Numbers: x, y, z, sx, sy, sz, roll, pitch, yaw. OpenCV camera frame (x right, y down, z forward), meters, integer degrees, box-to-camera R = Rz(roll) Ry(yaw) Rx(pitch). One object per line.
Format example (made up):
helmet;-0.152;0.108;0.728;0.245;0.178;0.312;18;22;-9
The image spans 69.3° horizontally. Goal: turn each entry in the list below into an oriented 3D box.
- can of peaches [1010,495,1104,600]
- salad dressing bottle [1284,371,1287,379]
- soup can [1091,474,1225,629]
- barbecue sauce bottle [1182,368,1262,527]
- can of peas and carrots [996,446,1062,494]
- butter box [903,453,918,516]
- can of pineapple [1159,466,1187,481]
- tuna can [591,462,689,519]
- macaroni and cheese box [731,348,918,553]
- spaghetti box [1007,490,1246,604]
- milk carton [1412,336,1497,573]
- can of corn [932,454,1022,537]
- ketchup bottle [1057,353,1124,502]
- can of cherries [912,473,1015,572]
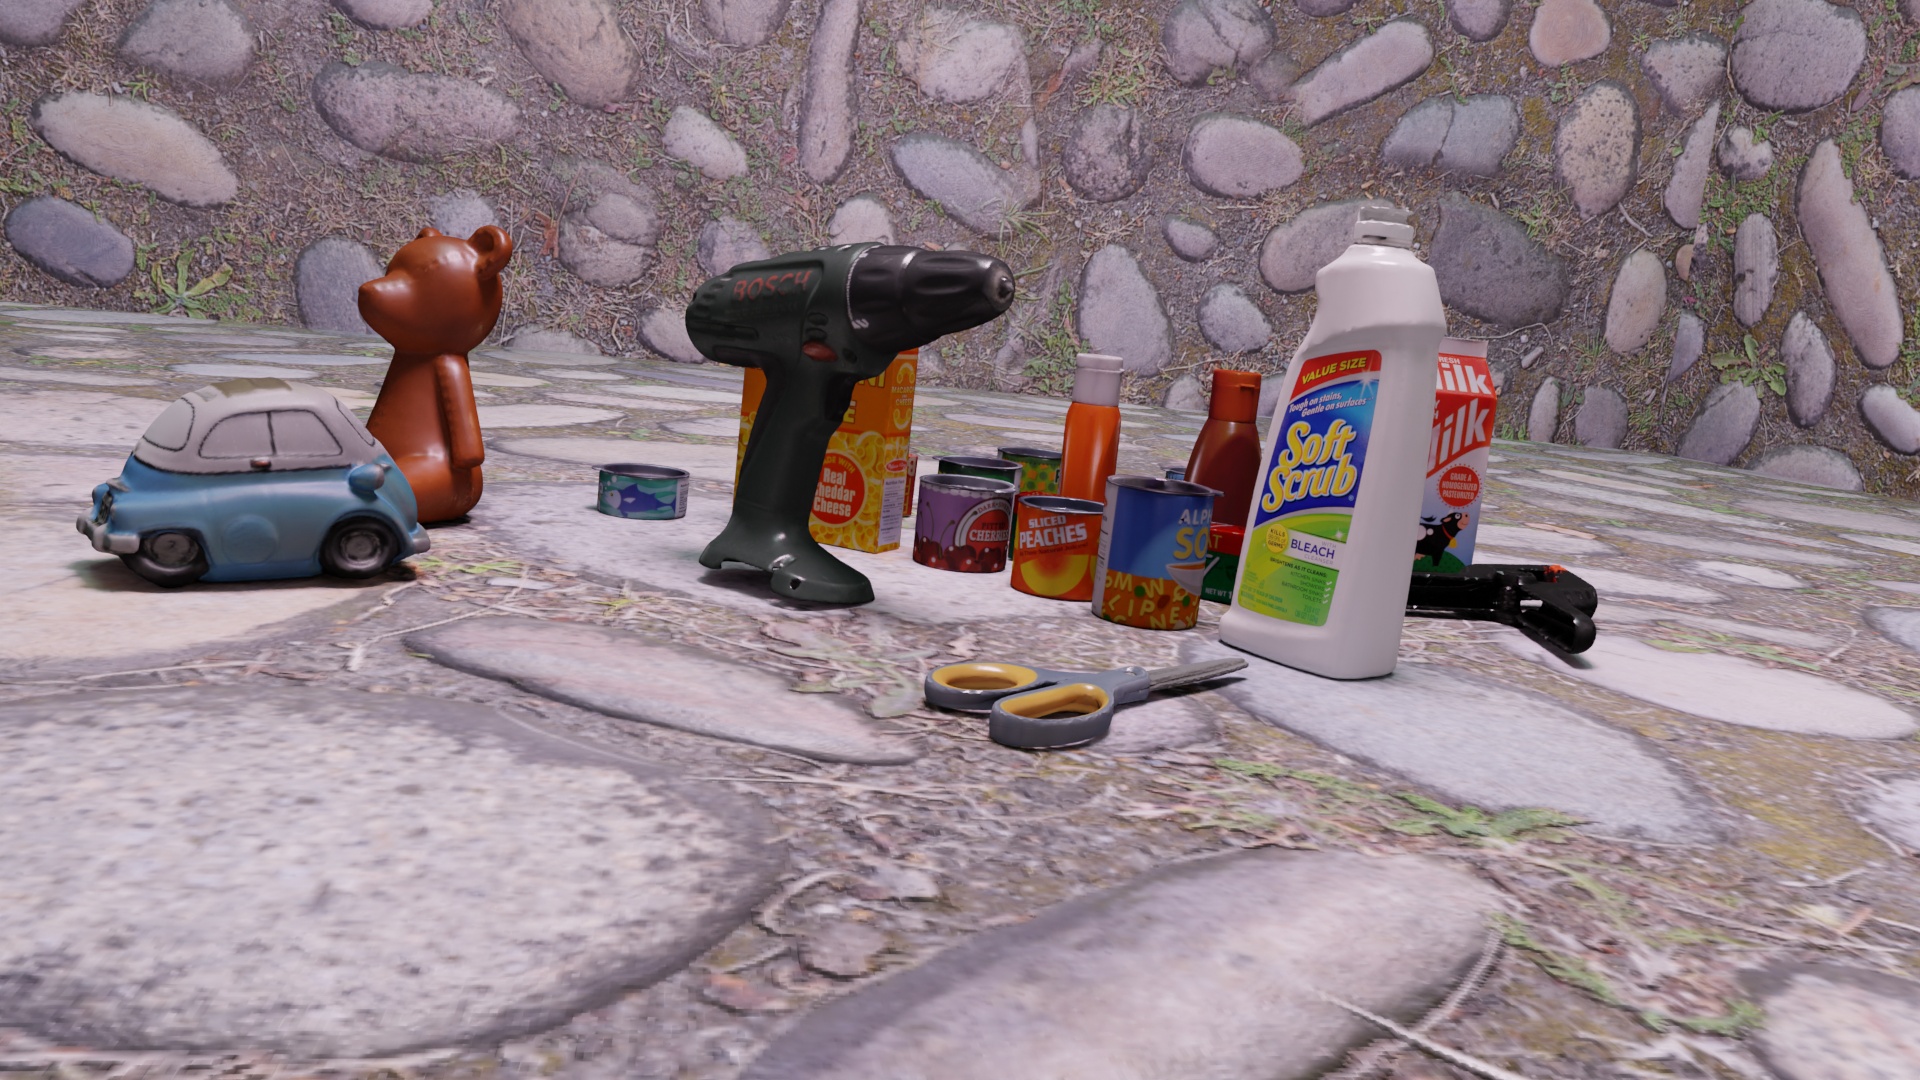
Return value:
can of peaches;0.066;0.005;0.898;0.071;0.058;0.071;6;10;-1
salad dressing bottle;0.300;-0.076;1.242;0.064;0.147;0.044;-1;11;-36
soup can;0.119;0.007;0.842;0.071;0.083;0.071;6;9;-1
barbecue sauce bottle;0.202;-0.055;1.061;0.065;0.148;0.044;3;10;-16
can of peas and carrots;0.064;-0.048;1.196;0.071;0.058;0.071;6;10;-1
butter box;-0.079;-0.044;1.103;0.024;0.053;0.104;14;12;40
can of pineapple;0.203;-0.031;1.184;0.071;0.057;0.071;6;10;-1
tuna can;-0.237;-0.037;1.026;0.071;0.032;0.071;6;10;-1
macaroni and cheese box;-0.096;-0.084;0.989;0.124;0.166;0.040;10;10;24
spaghetti box;0.147;0.009;0.943;0.250;0.050;0.029;11;11;28
milk carton;0.363;-0.064;1.084;0.072;0.190;0.073;6;9;-1
can of corn;0.010;-0.034;1.085;0.071;0.058;0.071;6;10;-1
ketchup bottle;0.101;-0.070;1.081;0.043;0.148;0.065;9;10;15
can of cherries;0.003;-0.012;0.954;0.071;0.058;0.071;6;10;-1
